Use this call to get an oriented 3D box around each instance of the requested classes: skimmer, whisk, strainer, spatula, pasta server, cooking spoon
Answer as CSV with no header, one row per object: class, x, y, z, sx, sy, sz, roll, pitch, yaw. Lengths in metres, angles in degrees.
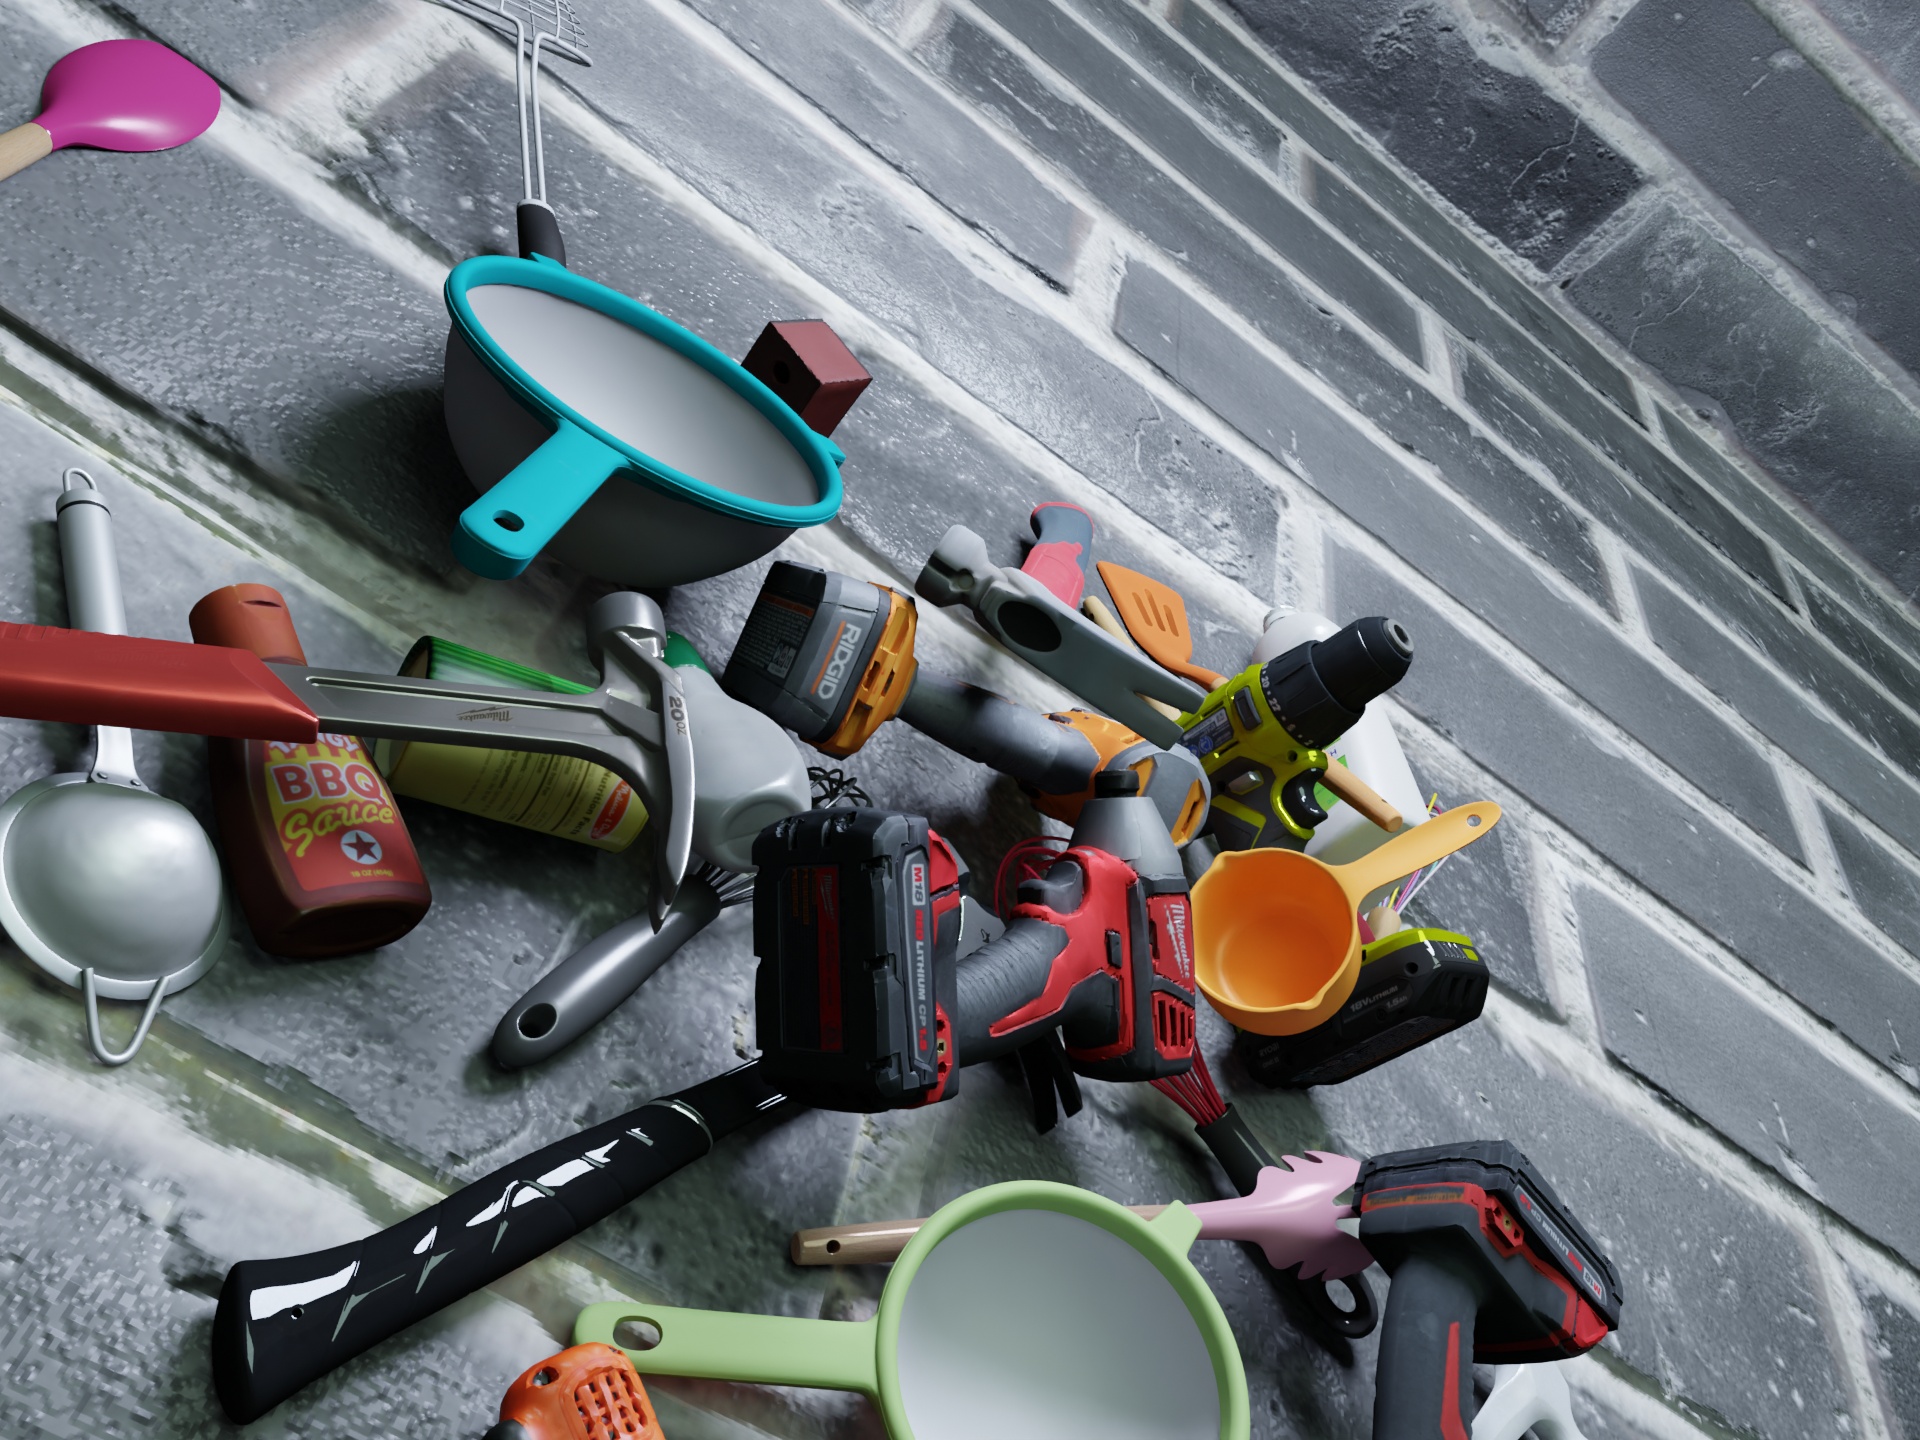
skimmer,-0.271,-0.332,0.954,0.127,0.090,0.364,13,56,-41
whisk,0.284,0.116,1.046,0.051,0.047,0.245,45,38,-2
whisk,-0.111,0.080,0.685,0.055,0.055,0.239,47,39,4
strainer,-0.020,0.251,0.597,0.256,0.069,0.152,11,46,-15
spatula,0.183,-0.019,1.023,0.081,0.041,0.323,18,17,-33
whisk,0.114,0.183,0.796,0.296,0.073,0.073,54,36,4
pasta server,0.072,0.224,0.702,0.316,0.040,0.060,6,68,-27
strainer,-0.175,-0.103,0.725,0.211,0.095,0.341,32,24,-10
strainer,-0.307,-0.002,0.574,0.086,0.050,0.259,24,34,-52
cooking spoon,-0.433,-0.256,0.721,0.068,0.017,0.319,33,36,-15

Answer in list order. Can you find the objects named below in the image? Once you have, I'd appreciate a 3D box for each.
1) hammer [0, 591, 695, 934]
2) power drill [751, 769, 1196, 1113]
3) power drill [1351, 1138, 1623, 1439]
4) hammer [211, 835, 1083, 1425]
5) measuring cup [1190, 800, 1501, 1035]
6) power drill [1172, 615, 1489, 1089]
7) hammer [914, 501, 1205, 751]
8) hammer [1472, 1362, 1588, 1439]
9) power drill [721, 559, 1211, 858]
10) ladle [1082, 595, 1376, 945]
hammer,-0.270,-0.005,0.536,0.359,0.036,0.149,6,45,-23
power drill,0.020,0.090,0.681,0.219,0.078,0.143,4,82,-45
power drill,0.216,0.314,0.665,0.187,0.080,0.227,49,44,-18
hammer,-0.095,0.158,0.628,0.409,0.036,0.149,-17,68,-51
measuring cup,0.194,0.094,0.800,0.095,0.173,0.052,62,0,36
power drill,0.198,0.070,0.882,0.080,0.190,0.229,14,50,-44
hammer,0.067,-0.077,0.906,0.143,0.038,0.386,33,15,-1
hammer,0.173,0.366,0.675,0.405,0.035,0.144,-15,74,-50
power drill,-0.001,-0.003,0.815,0.226,0.084,0.164,24,0,-23
ladle,0.158,0.037,0.997,0.031,0.069,0.316,-12,56,-30
